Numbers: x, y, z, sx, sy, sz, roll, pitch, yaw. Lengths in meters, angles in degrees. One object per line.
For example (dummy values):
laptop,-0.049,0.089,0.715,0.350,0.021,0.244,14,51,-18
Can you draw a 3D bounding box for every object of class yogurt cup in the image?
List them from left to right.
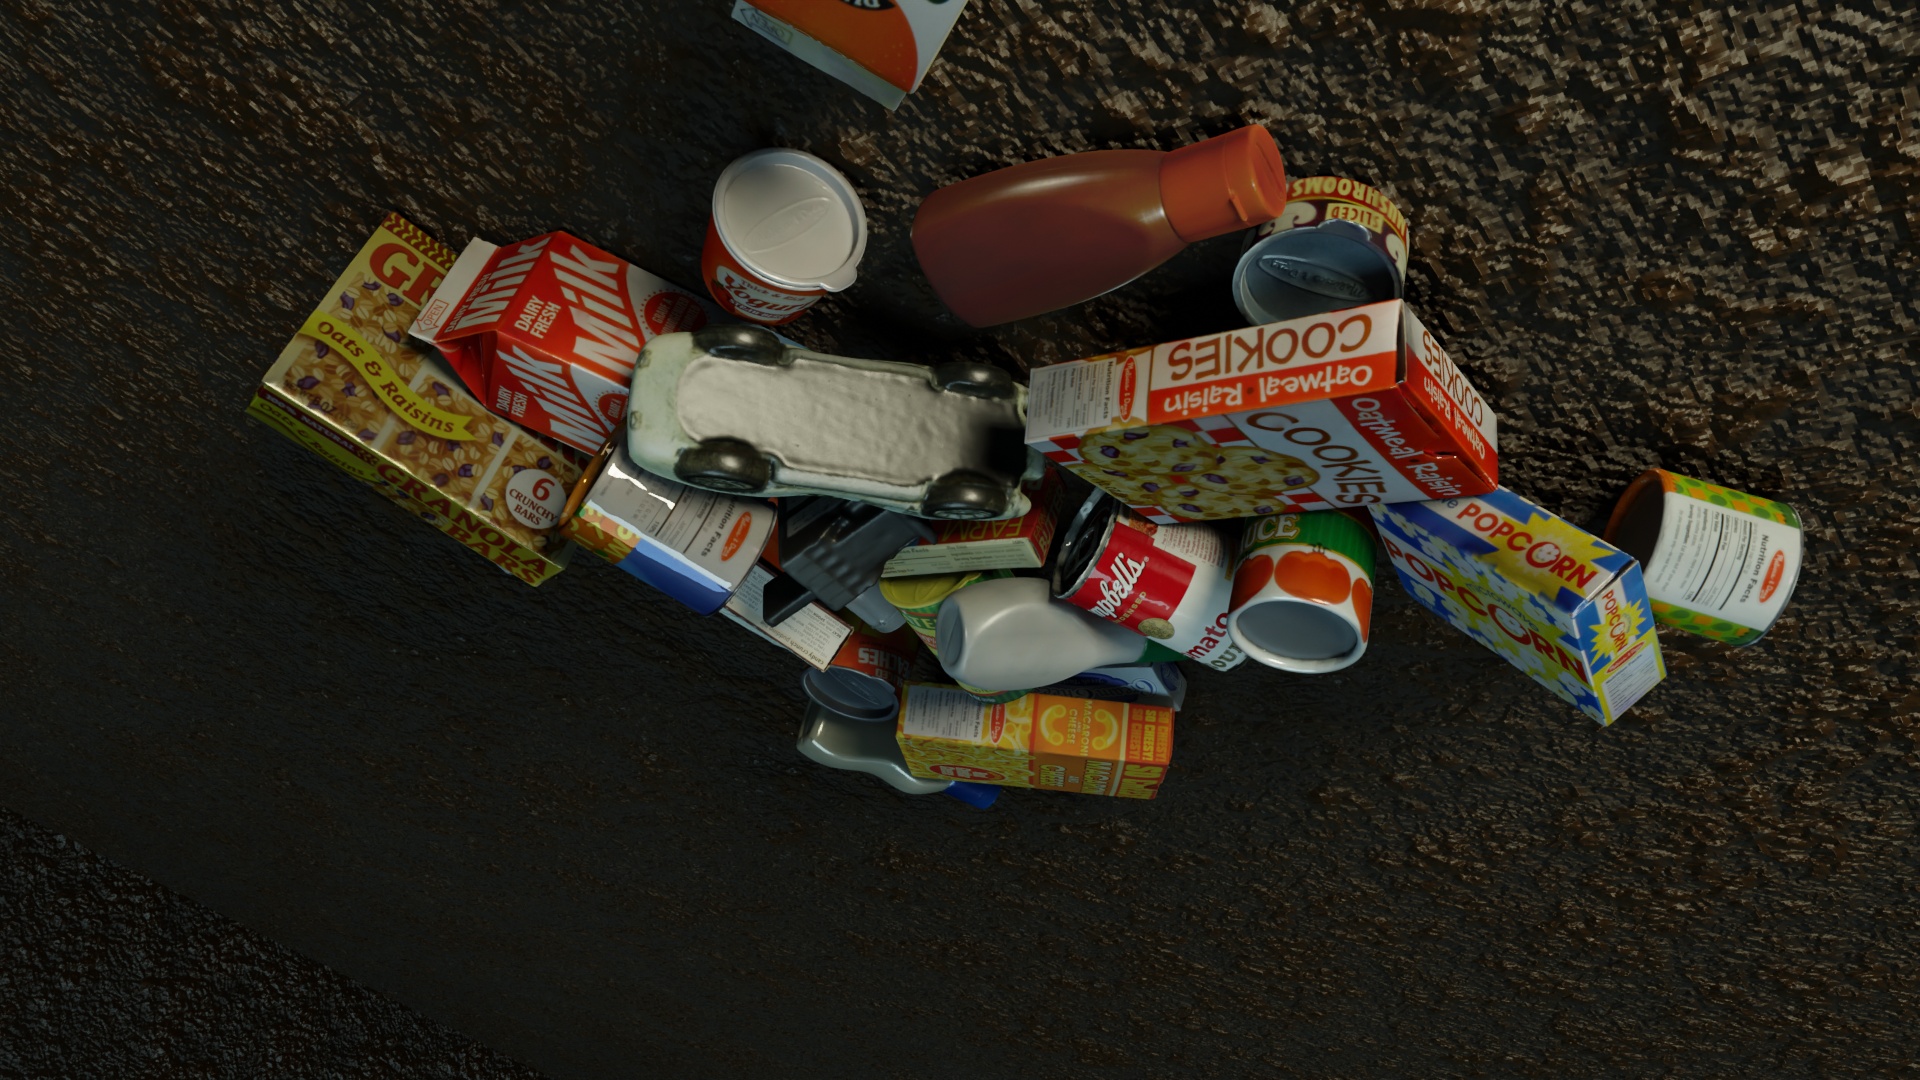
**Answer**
yogurt cup,-0.081,-0.130,0.611,0.072,0.073,0.053,28,153,-14

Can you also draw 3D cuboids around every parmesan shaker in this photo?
parmesan shaker,0.008,0.042,0.804,0.071,0.072,0.102,-5,139,31

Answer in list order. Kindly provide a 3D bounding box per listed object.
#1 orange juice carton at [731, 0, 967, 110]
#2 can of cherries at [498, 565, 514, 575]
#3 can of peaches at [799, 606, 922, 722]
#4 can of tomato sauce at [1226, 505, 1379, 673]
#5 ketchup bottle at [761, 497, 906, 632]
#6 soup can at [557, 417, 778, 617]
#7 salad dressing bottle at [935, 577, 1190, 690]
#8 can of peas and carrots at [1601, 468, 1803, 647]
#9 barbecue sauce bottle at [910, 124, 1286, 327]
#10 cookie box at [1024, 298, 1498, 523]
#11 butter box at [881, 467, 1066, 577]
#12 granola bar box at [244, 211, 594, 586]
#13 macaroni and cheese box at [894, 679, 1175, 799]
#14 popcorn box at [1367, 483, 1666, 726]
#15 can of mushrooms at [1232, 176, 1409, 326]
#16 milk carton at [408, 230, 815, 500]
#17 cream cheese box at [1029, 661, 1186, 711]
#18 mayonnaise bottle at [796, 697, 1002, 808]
orange juice carton,-0.015,-0.218,0.445,0.072,0.073,0.191,27,146,-13
can of cherries,-0.274,-0.020,0.849,0.071,0.072,0.058,-6,138,32
can of peaches,-0.061,0.075,0.893,0.071,0.058,0.071,13,145,9
can of tomato sauce,0.166,0.012,0.673,0.071,0.083,0.070,12,145,9
ketchup bottle,-0.087,0.001,0.814,0.064,0.044,0.148,-17,133,43
soup can,-0.143,-0.011,0.675,0.083,0.072,0.071,33,143,-21
salad dressing bottle,0.062,0.050,0.762,0.148,0.044,0.064,0,123,-24
can of peas and carrots,0.321,0.007,0.611,0.059,0.071,0.070,17,146,4
barbecue sauce bottle,0.055,-0.129,0.563,0.148,0.044,0.064,-9,138,34
cookie box,0.131,-0.048,0.603,0.167,0.040,0.123,-6,160,36
butter box,0.003,-0.009,0.749,0.103,0.053,0.024,-5,137,30
granola bar box,-0.256,-0.071,0.720,0.165,0.125,0.039,36,142,-24
macaroni and cheese box,0.048,0.131,0.891,0.166,0.040,0.123,5,160,5
popcorn box,0.245,0.016,0.621,0.127,0.038,0.085,43,172,50
can of mushrooms,0.145,-0.111,0.554,0.071,0.034,0.070,13,146,9
milk carton,-0.172,-0.088,0.703,0.190,0.073,0.073,25,146,-9
cream cheese box,0.084,0.084,0.868,0.103,0.024,0.053,-5,141,31
mayonnaise bottle,-0.040,0.147,0.984,0.148,0.065,0.041,27,148,-18
